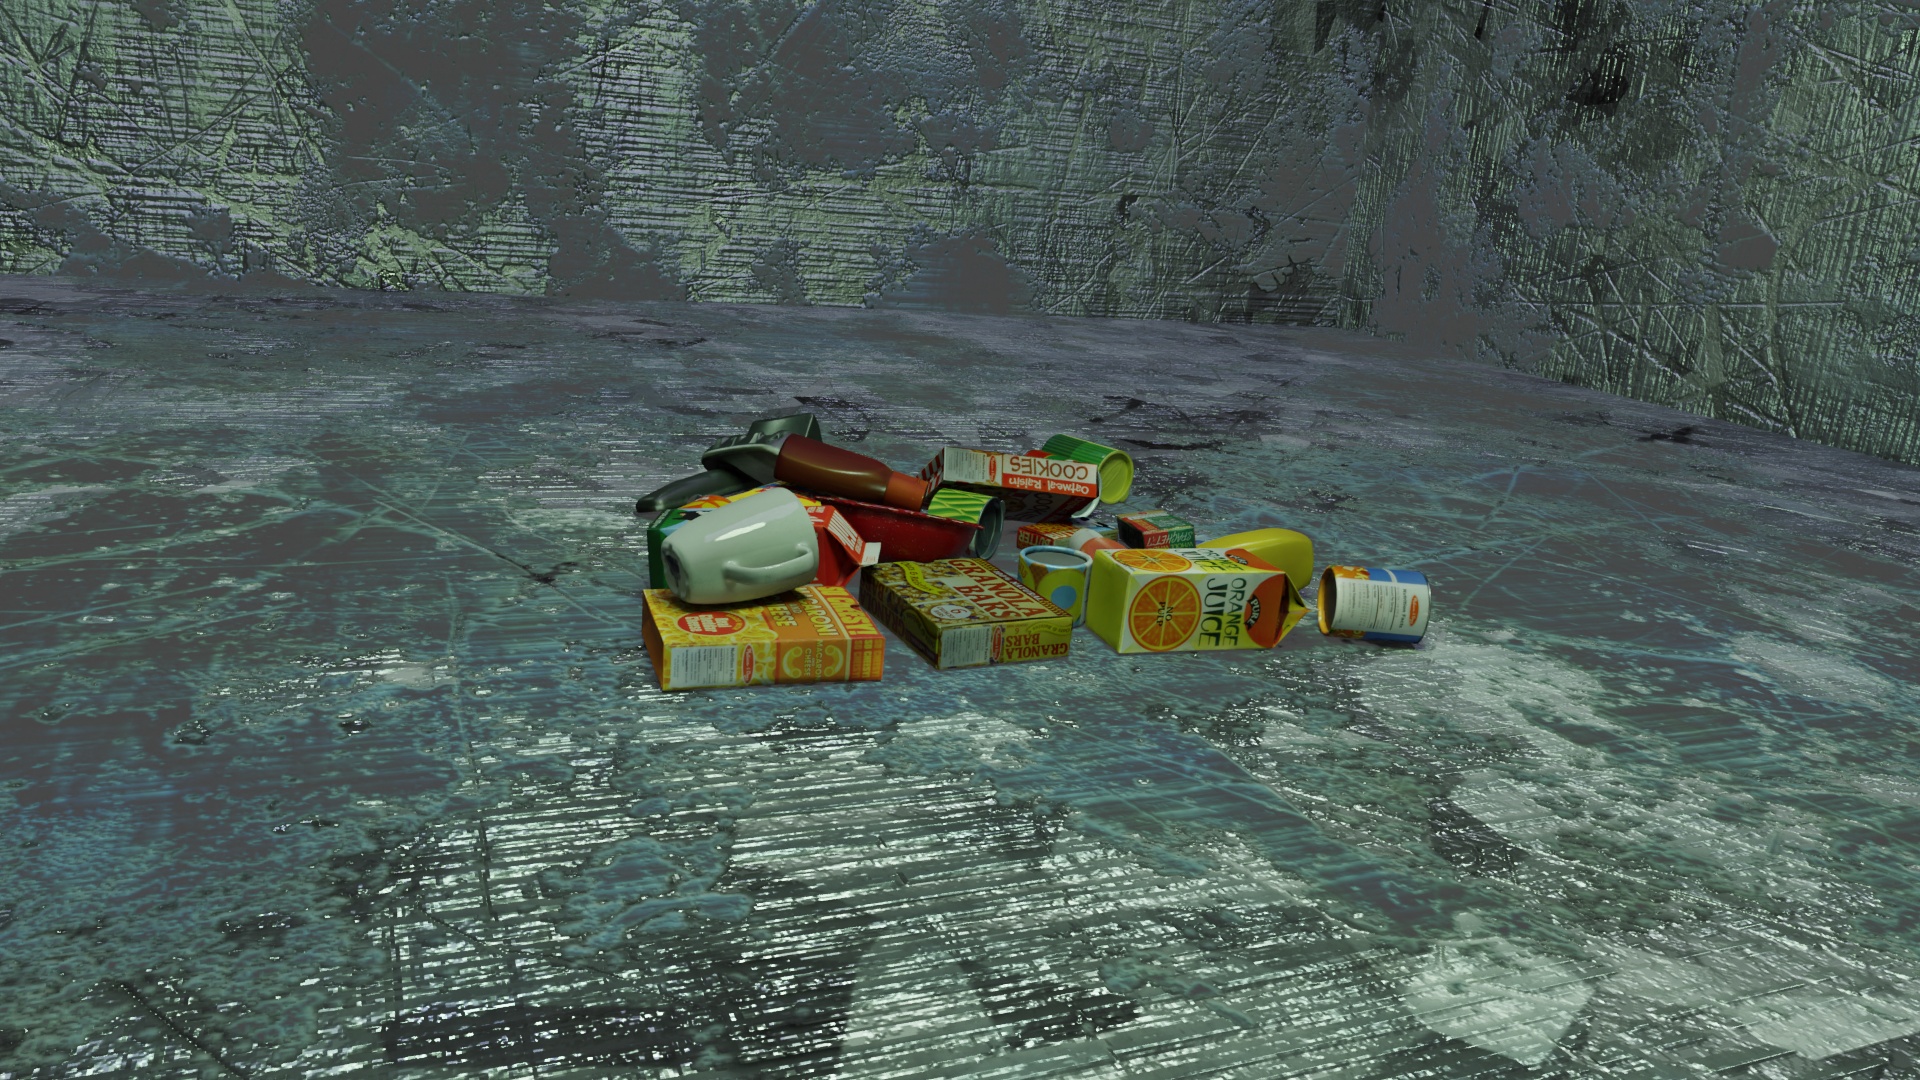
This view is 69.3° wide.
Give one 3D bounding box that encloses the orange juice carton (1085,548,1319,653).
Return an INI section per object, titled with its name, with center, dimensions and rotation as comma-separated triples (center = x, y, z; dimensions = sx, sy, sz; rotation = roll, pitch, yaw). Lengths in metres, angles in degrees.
[orange juice carton]
center = 0.213, 0.051, 1.214
dimensions = 0.193, 0.072, 0.072
rotation = 0, 16, -20

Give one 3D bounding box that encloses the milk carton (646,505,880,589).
[milk carton]
center = -0.165, 0.013, 1.188
dimensions = 0.191, 0.073, 0.072
rotation = -1, 15, 0

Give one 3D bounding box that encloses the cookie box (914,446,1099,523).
[cookie box]
center = 0.047, -0.055, 1.470
dimensions = 0.168, 0.040, 0.122
rotation = 6, -15, -15

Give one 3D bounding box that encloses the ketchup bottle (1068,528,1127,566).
[ketchup bottle]
center = 0.141, 0.025, 1.336
dimensions = 0.065, 0.043, 0.149
rotation = 4, 16, -13

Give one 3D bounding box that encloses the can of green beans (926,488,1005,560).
[can of green beans]
center = 0.004, -0.016, 1.395
dimensions = 0.058, 0.071, 0.071
rotation = 12, 17, 24

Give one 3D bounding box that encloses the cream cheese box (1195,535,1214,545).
[cream cheese box]
center = 0.238, 0.018, 1.428
dimensions = 0.104, 0.024, 0.053
rotation = -10, 22, -44

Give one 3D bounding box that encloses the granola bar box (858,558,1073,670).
[granola bar box]
center = 0.001, 0.058, 1.180
dimensions = 0.124, 0.039, 0.166
rotation = -3, 18, -27

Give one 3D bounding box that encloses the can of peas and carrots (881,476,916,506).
[can of peas and carrots]
center = -0.077, -0.034, 1.436
dimensions = 0.059, 0.070, 0.071
rotation = 5, 15, 0

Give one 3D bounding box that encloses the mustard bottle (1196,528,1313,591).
[mustard bottle]
center = 0.261, 0.025, 1.344
dimensions = 0.160, 0.065, 0.049
rotation = -5, 16, -16

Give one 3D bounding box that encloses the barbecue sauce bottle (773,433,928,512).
[barbecue sauce bottle]
center = -0.107, -0.063, 1.383
dimensions = 0.148, 0.043, 0.065
rotation = 17, 26, 1

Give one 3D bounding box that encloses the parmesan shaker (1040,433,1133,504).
[parmesan shaker]
center = 0.153, -0.086, 1.698
dimensions = 0.071, 0.071, 0.103
rotation = -8, 20, -40

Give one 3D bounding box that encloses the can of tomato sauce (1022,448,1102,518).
[can of tomato sauce]
center = 0.110, -0.063, 1.597
dimensions = 0.071, 0.071, 0.083
rotation = -10, 22, -44

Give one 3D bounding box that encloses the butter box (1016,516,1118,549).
[butter box]
center = 0.113, -0.003, 1.460
dimensions = 0.104, 0.024, 0.053
rotation = -9, 21, -42

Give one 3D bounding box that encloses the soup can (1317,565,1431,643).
[soup can]
center = 0.372, 0.057, 1.258
dimensions = 0.084, 0.071, 0.071
rotation = 5, 15, -1

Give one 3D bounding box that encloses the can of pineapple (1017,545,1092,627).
[can of pineapple]
center = 0.080, 0.041, 1.233
dimensions = 0.071, 0.057, 0.071
rotation = 5, 16, -1

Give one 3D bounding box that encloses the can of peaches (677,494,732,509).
[can of peaches]
center = -0.238, -0.005, 1.271
dimensions = 0.071, 0.071, 0.058
rotation = 9, 17, 14

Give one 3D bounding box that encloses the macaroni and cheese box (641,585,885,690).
[macaroni and cheese box]
center = -0.155, 0.072, 1.077
dimensions = 0.167, 0.040, 0.124
rotation = -1, 17, -20

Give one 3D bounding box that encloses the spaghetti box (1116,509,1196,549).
[spaghetti box]
center = 0.193, -0.008, 1.389
dimensions = 0.050, 0.028, 0.250
rotation = -8, 5, 2
